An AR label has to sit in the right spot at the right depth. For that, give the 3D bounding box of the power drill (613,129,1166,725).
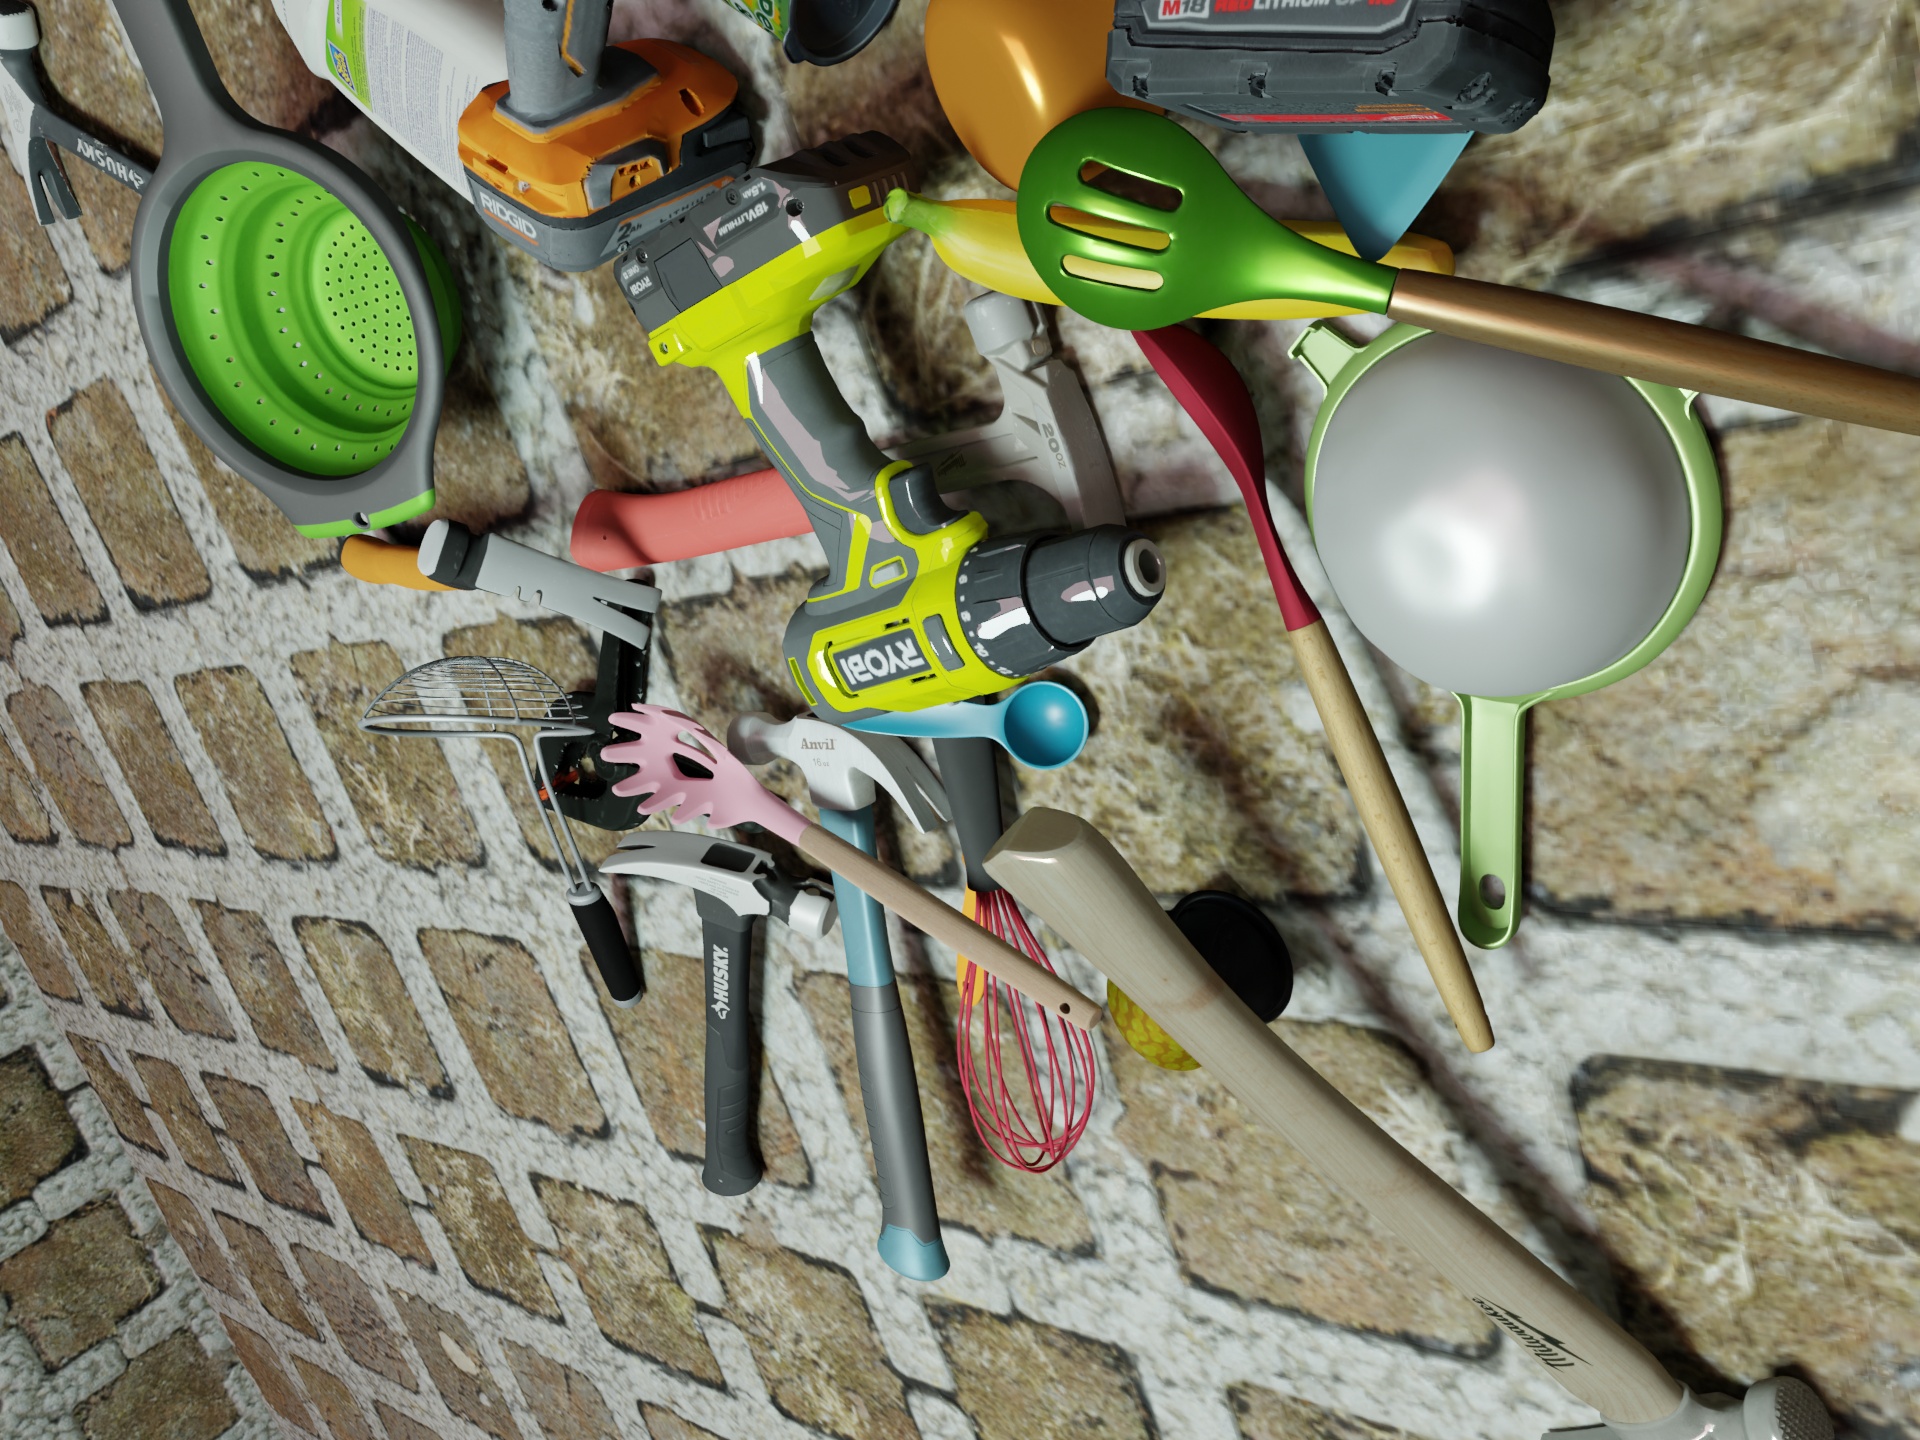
[{"bbox_3d":[-0.029,-0.114,0.654,0.190,0.080,0.228,-14,108,44],"label":"power drill"}]

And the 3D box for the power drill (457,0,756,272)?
[{"bbox_3d":[-0.139,-0.315,0.639,0.084,0.164,0.226,35,147,22],"label":"power drill"}]

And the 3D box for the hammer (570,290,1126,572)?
[{"bbox_3d":[-0.076,-0.101,0.786,0.359,0.037,0.149,-5,111,44],"label":"hammer"}]

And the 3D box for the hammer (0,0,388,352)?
[{"bbox_3d":[-0.516,-0.336,1.049,0.409,0.036,0.149,33,134,24],"label":"hammer"}]

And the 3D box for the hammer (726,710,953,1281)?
[{"bbox_3d":[-0.048,0.155,0.879,0.128,0.033,0.331,1,105,34],"label":"hammer"}]

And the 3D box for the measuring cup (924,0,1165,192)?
[{"bbox_3d":[0.008,-0.264,0.548,0.173,0.052,0.095,60,167,-29],"label":"measuring cup"}]

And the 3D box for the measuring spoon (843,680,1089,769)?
[{"bbox_3d":[-0.001,-0.002,0.757,0.128,0.021,0.042,5,99,13],"label":"measuring spoon"}]

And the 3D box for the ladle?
[{"bbox_3d":[0.142,-0.013,0.615,0.031,0.069,0.315,-24,95,8],"label":"ladle"}]

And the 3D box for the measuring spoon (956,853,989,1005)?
[{"bbox_3d":[0.005,0.113,0.861,0.021,0.011,0.116,26,130,29],"label":"measuring spoon"}]

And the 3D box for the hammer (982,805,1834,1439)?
[{"bbox_3d":[0.165,0.189,0.675,0.410,0.038,0.146,42,139,-4],"label":"hammer"}]

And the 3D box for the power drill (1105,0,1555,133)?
[{"bbox_3d":[0.132,-0.280,0.423,0.188,0.080,0.226,14,106,34],"label":"power drill"}]

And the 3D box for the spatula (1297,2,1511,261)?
[{"bbox_3d":[0.053,-0.284,0.544,0.318,0.044,0.082,44,132,15],"label":"spatula"}]

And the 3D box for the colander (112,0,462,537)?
[{"bbox_3d":[-0.375,-0.303,0.867,0.204,0.094,0.396,-8,112,26],"label":"colander"}]

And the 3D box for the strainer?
[{"bbox_3d":[0.181,-0.017,0.572,0.151,0.069,0.256,12,121,38],"label":"strainer"}]

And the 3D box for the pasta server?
[{"bbox_3d":[-0.063,0.072,0.806,0.316,0.040,0.060,29,113,29],"label":"pasta server"}]

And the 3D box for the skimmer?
[{"bbox_3d":[-0.256,0.092,0.982,0.127,0.090,0.362,-1,136,7],"label":"skimmer"}]

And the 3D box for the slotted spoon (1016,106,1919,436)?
[{"bbox_3d":[0.161,-0.129,0.494,0.314,0.031,0.070,17,120,14],"label":"slotted spoon"}]

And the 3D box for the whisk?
[{"bbox_3d":[0.019,0.100,0.809,0.073,0.073,0.295,4,112,41],"label":"whisk"}]

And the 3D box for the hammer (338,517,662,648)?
[{"bbox_3d":[-0.302,-0.089,0.953,0.337,0.127,0.034,11,84,55],"label":"hammer"}]

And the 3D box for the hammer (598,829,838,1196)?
[{"bbox_3d":[-0.157,0.203,1.035,0.146,0.035,0.334,19,132,13],"label":"hammer"}]
